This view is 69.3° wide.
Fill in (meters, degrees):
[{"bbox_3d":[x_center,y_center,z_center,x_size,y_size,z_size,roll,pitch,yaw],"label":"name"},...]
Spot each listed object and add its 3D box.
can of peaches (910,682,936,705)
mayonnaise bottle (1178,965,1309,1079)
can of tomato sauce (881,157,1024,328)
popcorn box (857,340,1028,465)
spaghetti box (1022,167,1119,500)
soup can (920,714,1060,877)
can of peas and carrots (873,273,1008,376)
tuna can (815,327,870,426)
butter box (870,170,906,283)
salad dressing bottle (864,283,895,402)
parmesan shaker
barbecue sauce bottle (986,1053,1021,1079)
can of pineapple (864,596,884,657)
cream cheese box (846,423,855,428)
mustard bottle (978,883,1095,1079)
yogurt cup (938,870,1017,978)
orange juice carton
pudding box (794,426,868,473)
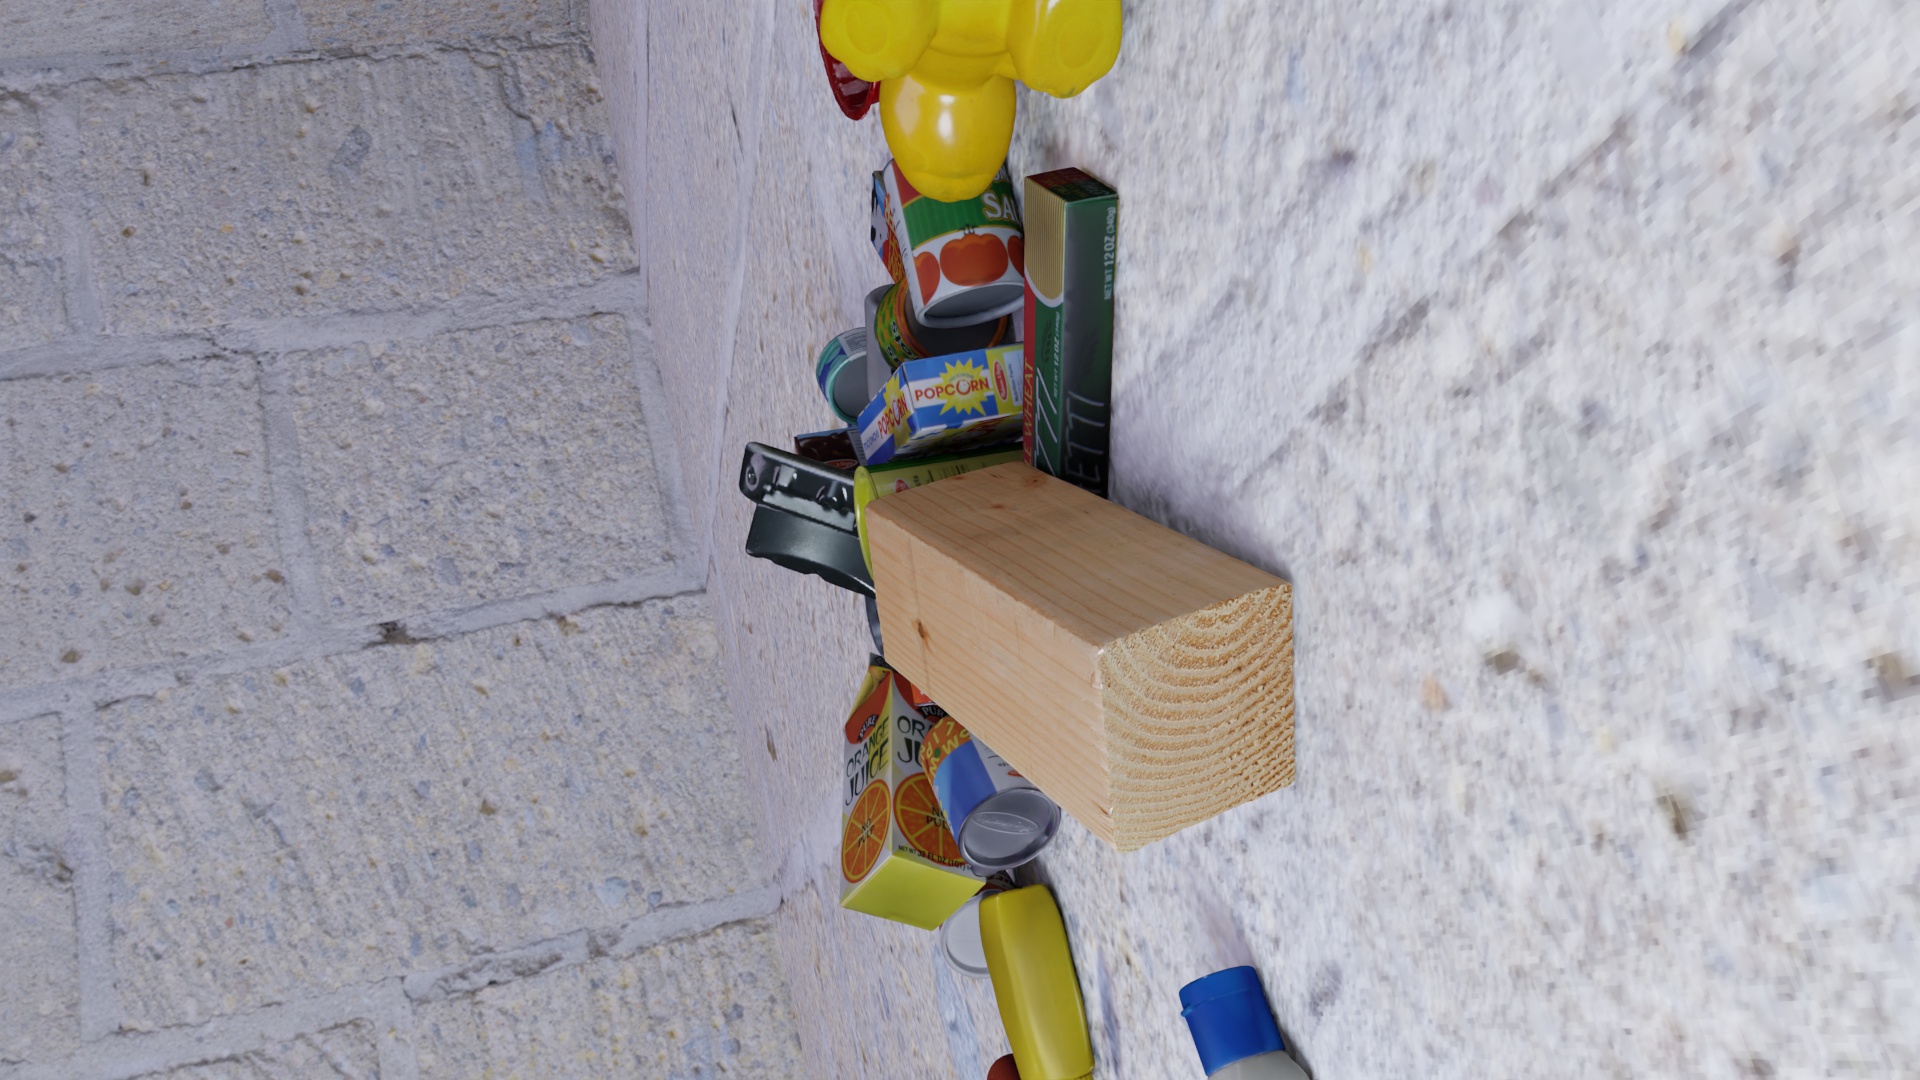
[{"bbox_3d":[-0.003,0.071,0.886,0.071,0.071,0.058,162,98,-74],"label":"can of peaches"},{"bbox_3d":[0.133,0.256,0.580,0.064,0.041,0.148,108,150,-56],"label":"mayonnaise bottle"},{"bbox_3d":[0.001,-0.163,0.737,0.071,0.071,0.083,140,119,-72],"label":"can of tomato sauce"},{"bbox_3d":[-0.002,-0.072,0.764,0.126,0.085,0.038,151,106,-73],"label":"popcorn box"},{"bbox_3d":[0.052,-0.054,0.689,0.050,0.029,0.248,-127,31,-56],"label":"spaghetti box"},{"bbox_3d":[0.016,0.157,0.874,0.084,0.071,0.071,-122,27,-53],"label":"soup can"},{"bbox_3d":[-0.013,-0.125,0.798,0.058,0.071,0.071,167,93,-74],"label":"can of peas and carrots"},{"bbox_3d":[-0.069,-0.115,1.004,0.033,0.071,0.070,-120,25,-49],"label":"tuna can"},{"bbox_3d":[-0.035,-0.198,0.912,0.104,0.024,0.052,-117,24,-46],"label":"butter box"},{"bbox_3d":[-0.041,-0.103,0.962,0.064,0.044,0.146,-121,25,-48],"label":"salad dressing bottle"},{"bbox_3d":[0.000,-0.013,0.761,0.071,0.103,0.071,172,89,-74],"label":"parmesan shaker"},{"bbox_3d":[0.058,0.394,0.923,0.148,0.044,0.064,-152,53,-71],"label":"barbecue sauce bottle"},{"bbox_3d":[-0.034,0.045,0.998,0.071,0.058,0.071,171,89,-74],"label":"can of pineapple"},{"bbox_3d":[-0.073,-0.073,1.122,0.053,0.024,0.103,-141,43,-65],"label":"cream cheese box"},{"bbox_3d":[0.053,0.299,0.872,0.065,0.049,0.160,124,133,-67],"label":"mustard bottle"},{"bbox_3d":[0.015,0.257,0.953,0.054,0.072,0.072,-118,22,-67],"label":"yogurt cup"},{"bbox_3d":[-0.034,0.161,0.958,0.072,0.072,0.194,-51,28,36],"label":"orange juice carton"},{"bbox_3d":[-0.080,-0.060,1.044,0.030,0.084,0.050,97,157,-46],"label":"pudding box"}]
